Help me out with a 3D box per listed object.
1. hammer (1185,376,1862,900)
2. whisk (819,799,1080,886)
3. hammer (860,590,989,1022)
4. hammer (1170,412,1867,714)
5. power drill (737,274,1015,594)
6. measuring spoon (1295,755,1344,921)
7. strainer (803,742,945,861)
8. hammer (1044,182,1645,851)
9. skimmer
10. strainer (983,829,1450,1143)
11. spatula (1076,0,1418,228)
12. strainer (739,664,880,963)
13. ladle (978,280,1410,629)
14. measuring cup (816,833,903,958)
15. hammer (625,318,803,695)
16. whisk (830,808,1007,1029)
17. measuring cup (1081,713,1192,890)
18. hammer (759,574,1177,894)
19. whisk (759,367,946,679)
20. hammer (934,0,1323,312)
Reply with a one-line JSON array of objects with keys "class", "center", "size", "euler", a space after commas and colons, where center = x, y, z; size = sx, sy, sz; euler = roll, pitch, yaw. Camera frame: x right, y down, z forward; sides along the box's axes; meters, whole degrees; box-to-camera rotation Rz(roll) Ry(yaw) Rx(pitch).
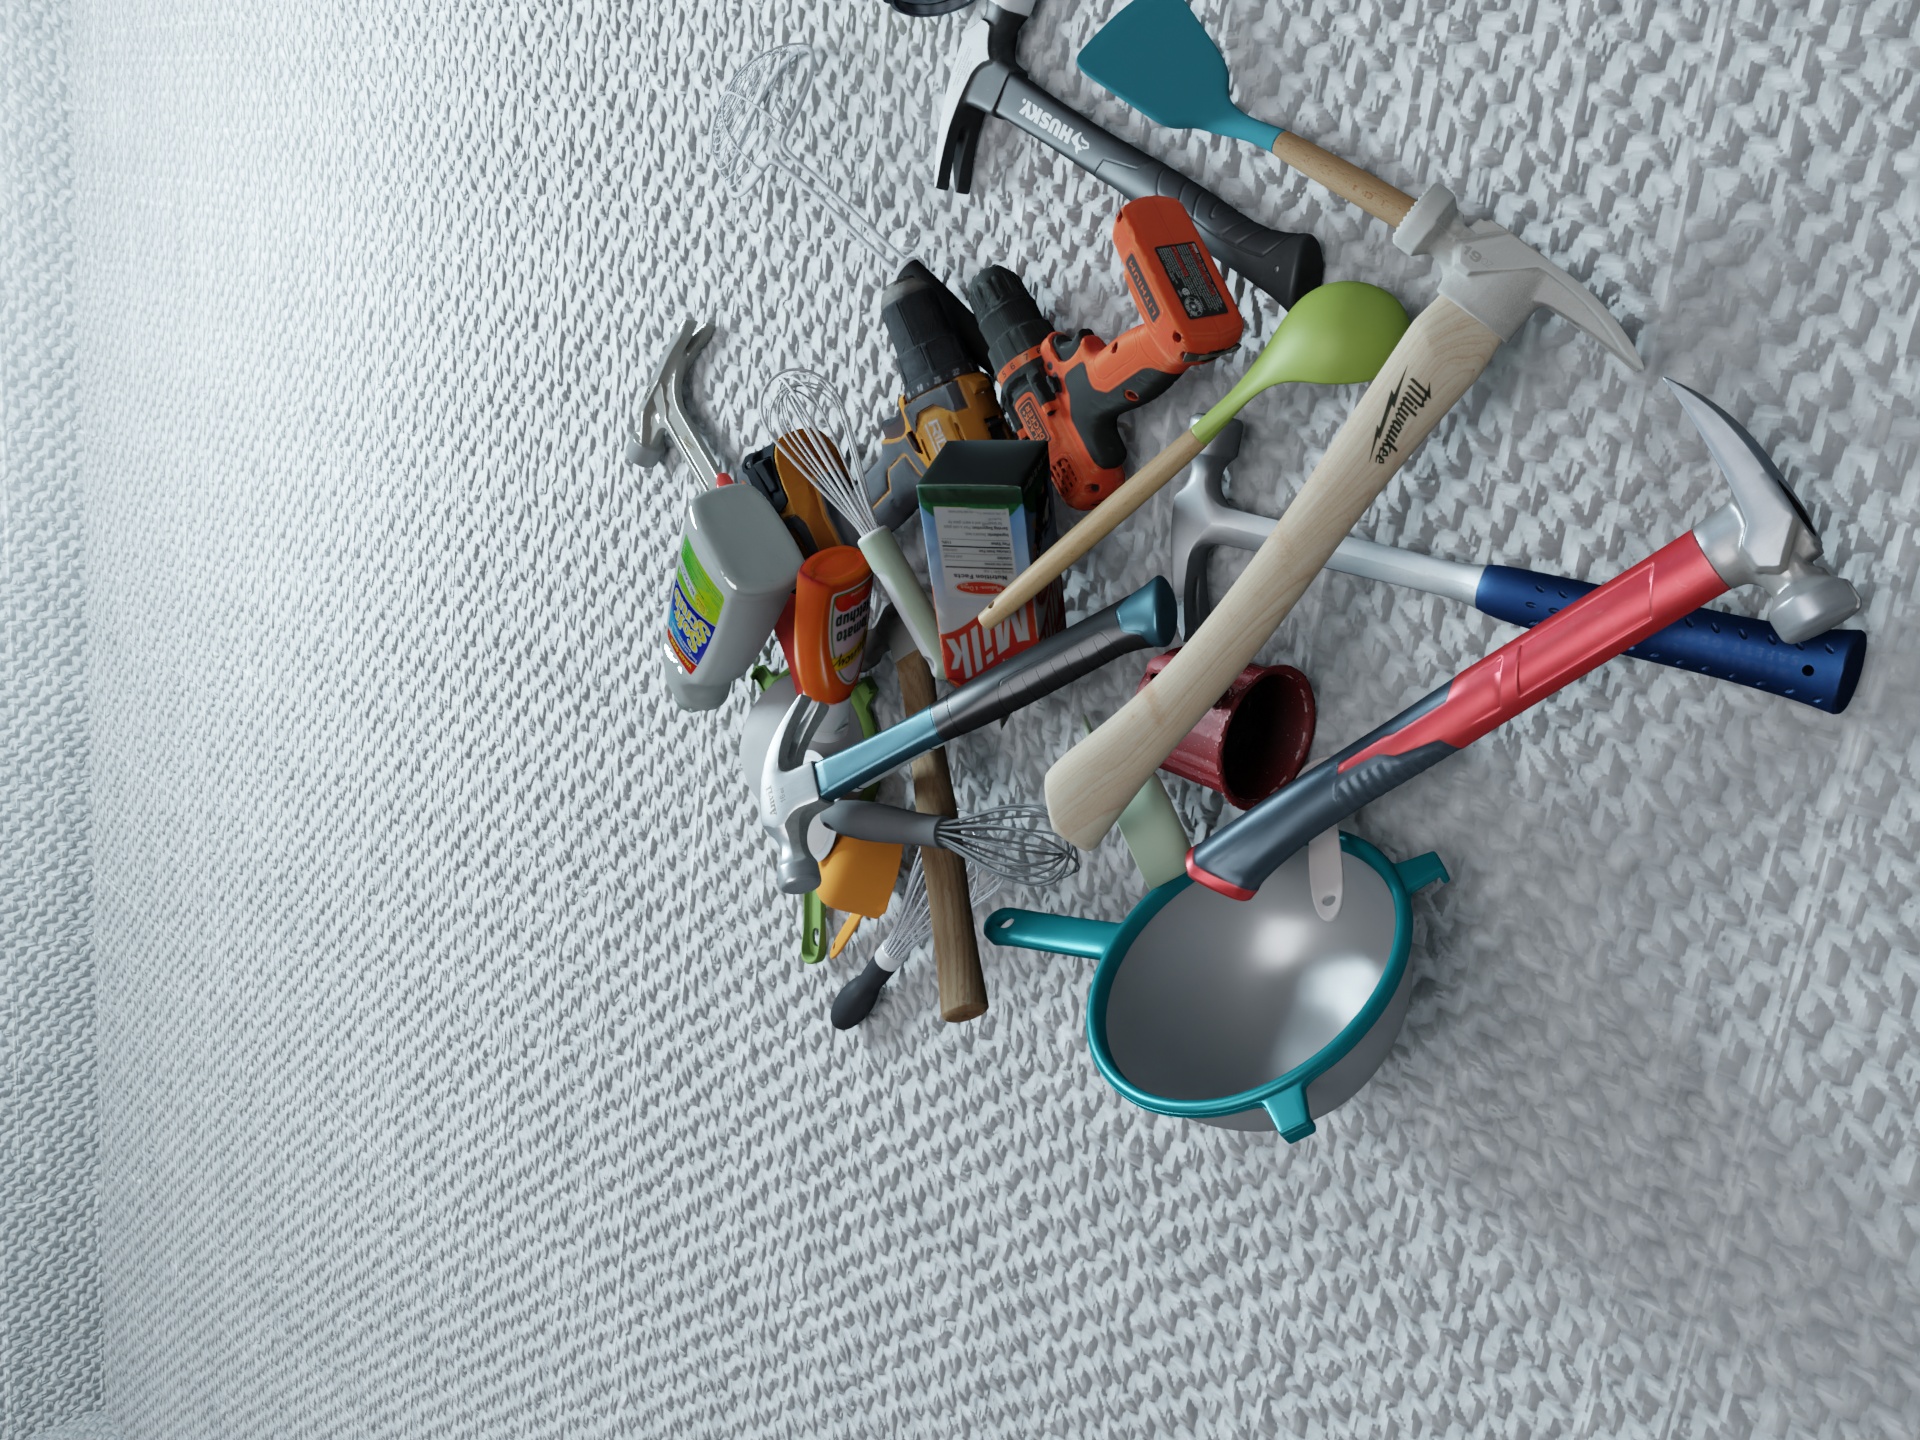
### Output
[{"class": "hammer", "center": [0.265, -0.018, 0.866], "size": [0.386, 0.038, 0.143], "euler": [-38, 66, 36]}, {"class": "whisk", "center": [-0.014, 0.075, 1.078], "size": [0.239, 0.055, 0.055], "euler": [4, 99, 43]}, {"class": "hammer", "center": [-0.017, 0.053, 1.144], "size": [0.130, 0.031, 0.332], "euler": [-31, 55, 36]}, {"class": "hammer", "center": [0.285, -0.072, 0.900], "size": [0.406, 0.035, 0.144], "euler": [21, 110, 40]}, {"class": "power drill", "center": [-0.063, -0.203, 1.171], "size": [0.226, 0.084, 0.185], "euler": [-19, 97, 41]}, {"class": "measuring spoon", "center": [0.221, 0.073, 0.952], "size": [0.034, 0.018, 0.124], "euler": [-23, 39, 29]}, {"class": "strainer", "center": [-0.083, 0.044, 1.170], "size": [0.258, 0.050, 0.087], "euler": [-29, 67, 47]}, {"class": "hammer", "center": [0.190, -0.082, 0.890], "size": [0.146, 0.038, 0.410], "euler": [38, 108, 6]}, {"class": "skimmer", "center": [-0.065, -0.375, 1.200], "size": [0.363, 0.090, 0.127], "euler": [47, 117, 16]}, {"class": "strainer", "center": [0.148, 0.170, 1.006], "size": [0.340, 0.211, 0.095], "euler": [0, 137, 51]}, {"class": "spatula", "center": [0.205, -0.334, 0.931], "size": [0.082, 0.044, 0.318], "euler": [-44, 62, -8]}, {"class": "strainer", "center": [-0.139, 0.080, 1.310], "size": [0.151, 0.069, 0.256], "euler": [8, 100, 43]}, {"class": "ladle", "center": [0.134, -0.149, 0.969], "size": [0.320, 0.062, 0.078], "euler": [-40, 33, 27]}, {"class": "measuring cup", "center": [-0.096, 0.134, 1.267], "size": [0.095, 0.052, 0.173], "euler": [-90, 22, -45]}, {"class": "hammer", "center": [-0.179, -0.166, 1.314], "size": [0.149, 0.036, 0.359], "euler": [-54, 54, 35]}, {"class": "whisk", "center": [-0.040, 0.166, 1.240], "size": [0.070, 0.070, 0.284], "euler": [55, 134, 23]}, {"class": "measuring cup", "center": [0.113, 0.040, 1.044], "size": [0.038, 0.083, 0.168], "euler": [-24, 36, 7]}, {"class": "hammer", "center": [-0.002, -0.003, 1.052], "size": [0.331, 0.033, 0.128], "euler": [-27, 62, 25]}, {"class": "whisk", "center": [-0.066, -0.137, 1.122], "size": [0.246, 0.059, 0.058], "euler": [61, 165, -3]}, {"class": "hammer", "center": [0.105, -0.354, 1.035], "size": [0.335, 0.035, 0.146], "euler": [45, 123, 30]}]
